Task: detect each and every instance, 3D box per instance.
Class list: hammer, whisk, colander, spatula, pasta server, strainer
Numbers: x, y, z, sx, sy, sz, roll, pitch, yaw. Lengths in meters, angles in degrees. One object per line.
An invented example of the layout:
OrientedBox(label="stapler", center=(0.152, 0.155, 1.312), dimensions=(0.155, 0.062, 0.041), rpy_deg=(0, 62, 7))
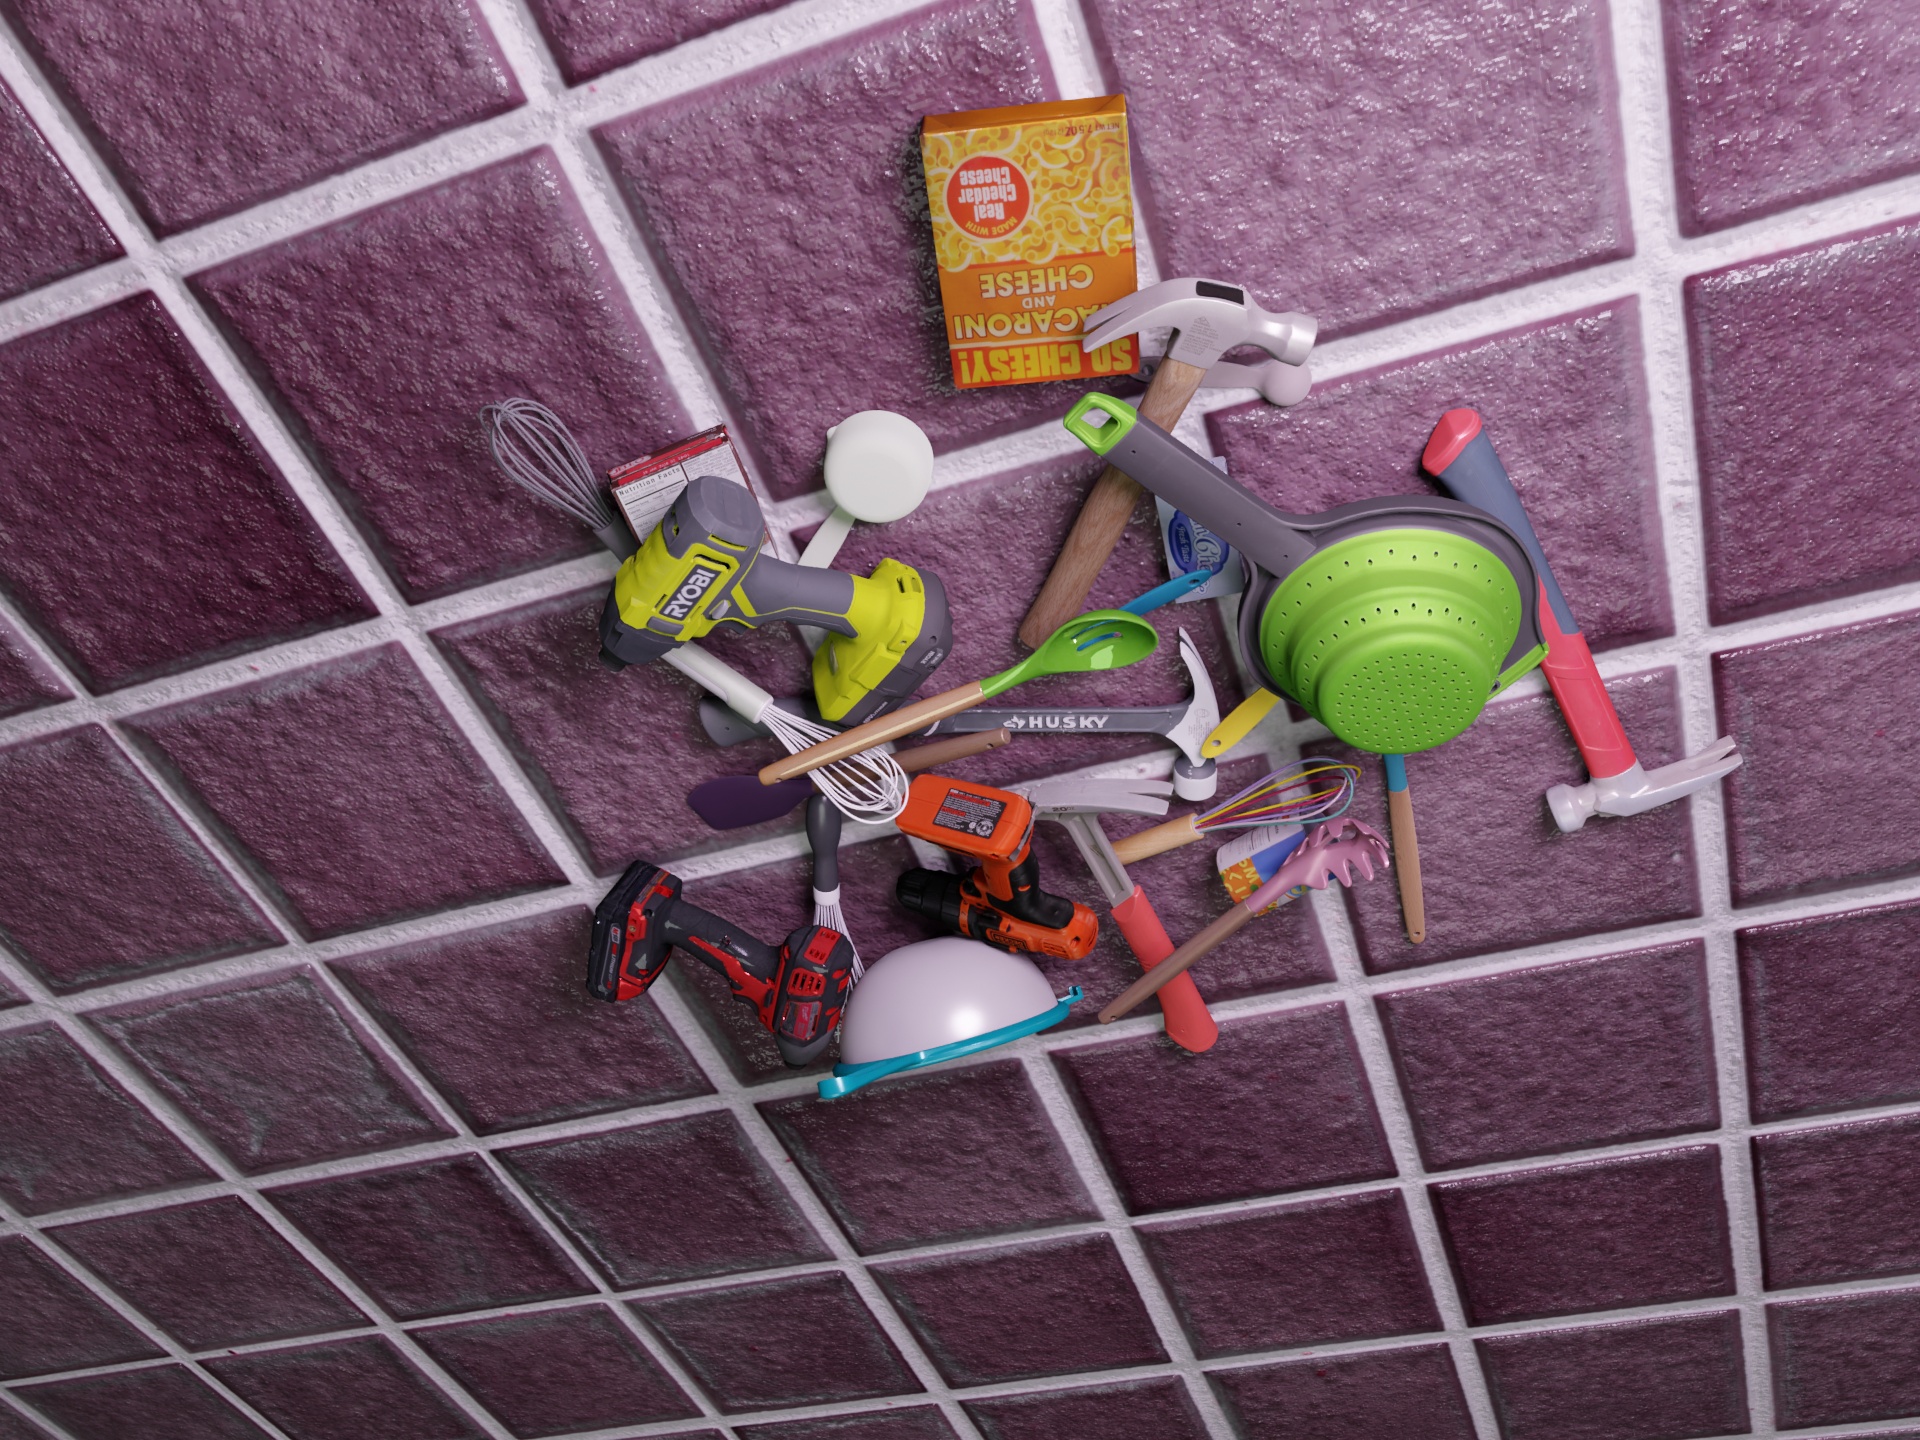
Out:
OrientedBox(label="hammer", center=(0.160, 0.172, 1.342), dimensions=(0.149, 0.037, 0.358), rpy_deg=(-3, 137, 29))
OrientedBox(label="whisk", center=(0.211, 0.080, 1.275), dimensions=(0.245, 0.047, 0.051), rpy_deg=(-24, 89, 35))
OrientedBox(label="hammer", center=(0.441, -0.073, 1.147), dimensions=(0.143, 0.038, 0.385), rpy_deg=(-24, 124, 21))
OrientedBox(label="colander", center=(0.227, -0.081, 1.041), dimensions=(0.396, 0.095, 0.204), rpy_deg=(29, 130, -23))
OrientedBox(label="whisk", center=(-0.117, 0.174, 1.387), dimensions=(0.070, 0.070, 0.284), rpy_deg=(2, 125, 3))
OrientedBox(label="hammer", center=(-0.002, -0.004, 1.243), dimensions=(0.409, 0.036, 0.149), rpy_deg=(0, 128, 5))
OrientedBox(label="spatula", center=(0.352, 0.079, 1.275), dimensions=(0.082, 0.044, 0.317), rpy_deg=(-8, 129, 15))
OrientedBox(label="whisk", center=(-0.258, -0.141, 1.146), dimensions=(0.055, 0.055, 0.238), rpy_deg=(-23, 128, 22))
OrientedBox(label="pasta server", center=(0.216, 0.168, 1.278), dimensions=(0.060, 0.040, 0.316), rpy_deg=(30, 126, -22))
OrientedBox(label="hammer", center=(0.105, -0.159, 1.070), dimensions=(0.130, 0.031, 0.331), rpy_deg=(15, 140, -10))
OrientedBox(label="spatula", center=(-0.096, 0.044, 1.264), dimensions=(0.316, 0.018, 0.059), rpy_deg=(-14, 131, 32))
OrientedBox(label="whisk", center=(-0.144, -0.003, 1.212), dimensions=(0.246, 0.059, 0.057), rpy_deg=(35, 154, 2))
OrientedBox(label="strainer", center=(-0.042, 0.235, 1.313), dimensions=(0.211, 0.340, 0.095), rpy_deg=(-17, 83, 21))

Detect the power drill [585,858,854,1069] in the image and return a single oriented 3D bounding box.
OrientedBox(label="power drill", center=(-0.205, 0.218, 1.375), dimensions=(0.220, 0.079, 0.143), rpy_deg=(19, 123, 8))

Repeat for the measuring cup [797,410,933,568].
OrientedBox(label="measuring cup", center=(-0.081, -0.143, 1.130), dimensions=(0.083, 0.038, 0.167), rpy_deg=(26, 125, -16))

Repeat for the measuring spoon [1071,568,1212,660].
OrientedBox(label="measuring spoon", center=(0.127, -0.073, 1.147), dimensions=(0.128, 0.021, 0.042), rpy_deg=(-27, 146, 27))

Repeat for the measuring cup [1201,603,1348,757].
OrientedBox(label="measuring cup", center=(0.233, -0.030, 1.197), dimensions=(0.062, 0.029, 0.156), rpy_deg=(31, 121, -20))

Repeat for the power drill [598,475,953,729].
OrientedBox(label="power drill", center=(-0.133, -0.072, 1.123), dimensions=(0.223, 0.080, 0.171), rpy_deg=(17, 134, -35))

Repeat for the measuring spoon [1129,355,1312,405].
OrientedBox(label="measuring spoon", center=(0.171, -0.226, 1.055), dimensions=(0.124, 0.018, 0.034), rpy_deg=(5, 130, 1))

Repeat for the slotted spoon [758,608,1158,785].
OrientedBox(label="slotted spoon", center=(-0.007, -0.014, 1.152), dimensions=(0.314, 0.031, 0.070), rpy_deg=(-22, 145, 13))
